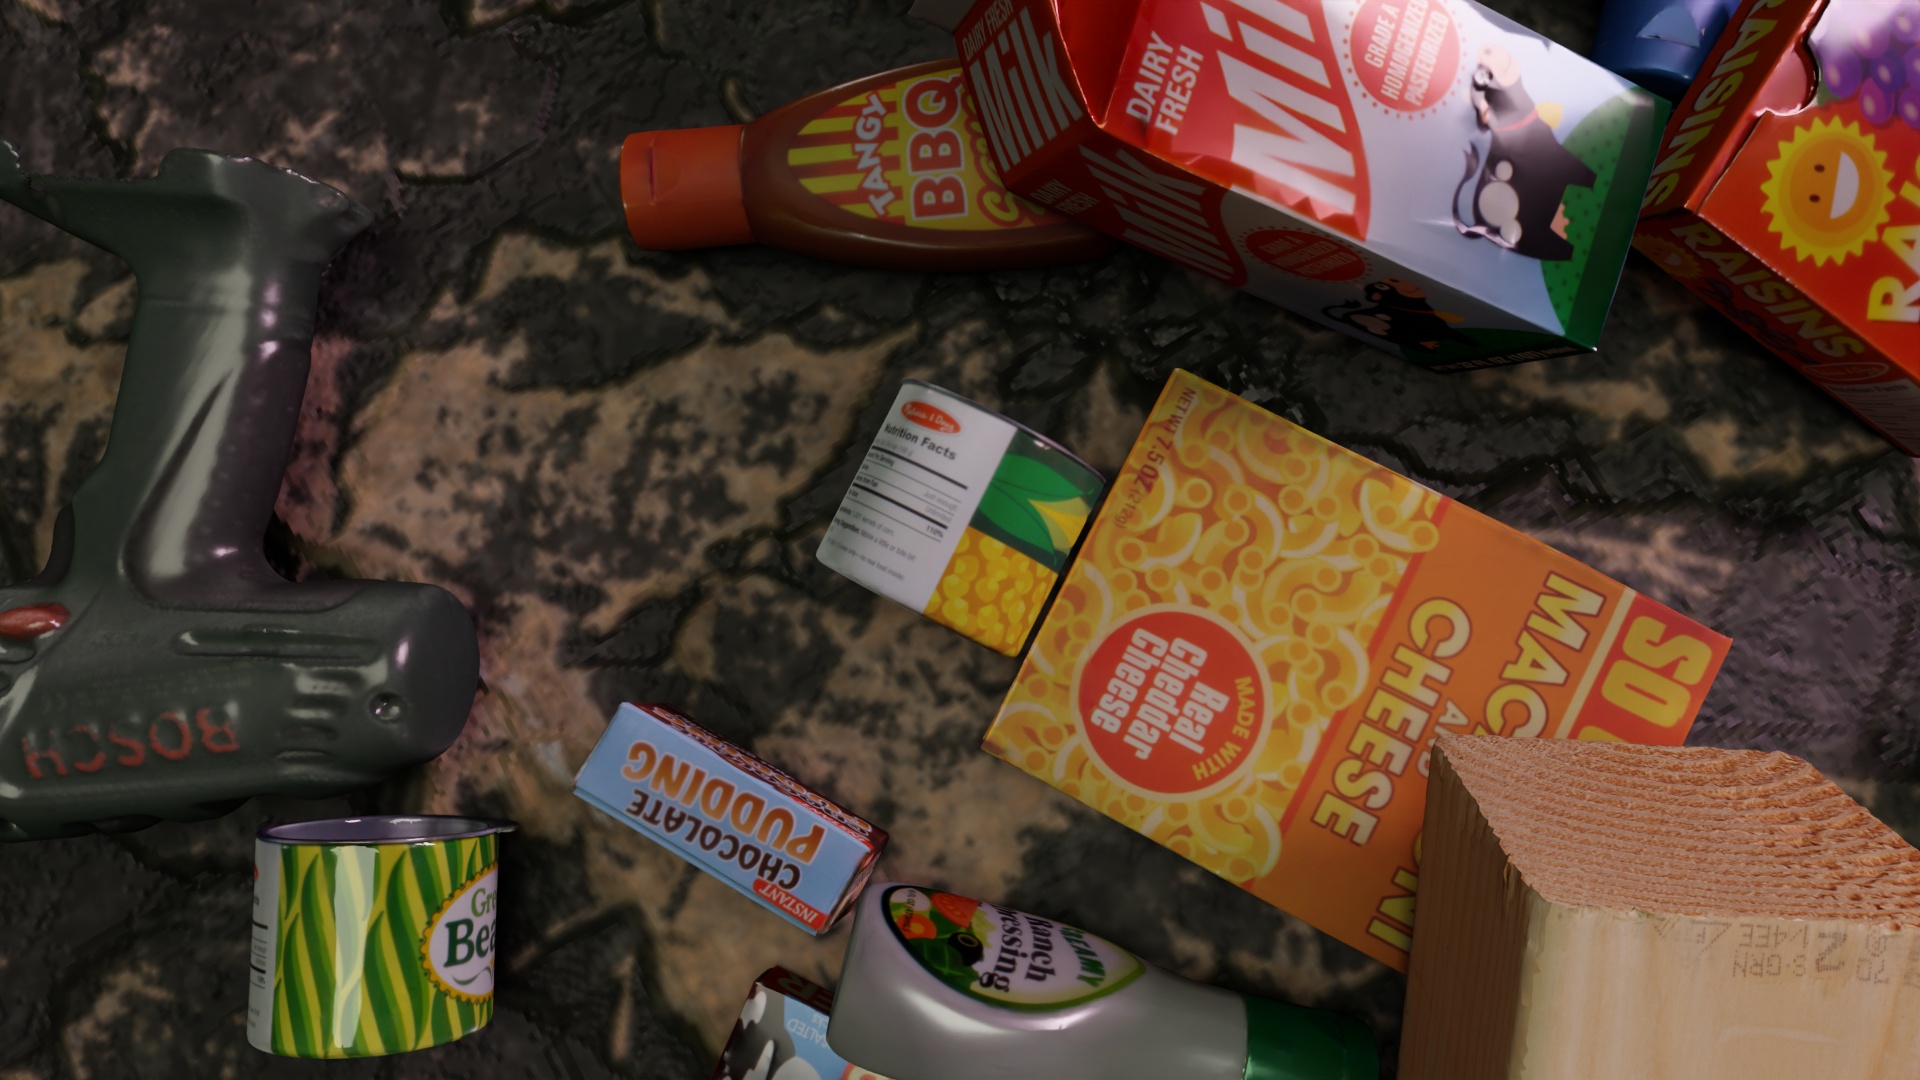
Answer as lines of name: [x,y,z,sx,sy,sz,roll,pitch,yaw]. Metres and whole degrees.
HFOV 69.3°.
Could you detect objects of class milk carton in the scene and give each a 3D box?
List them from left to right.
milk carton: [0.081,-0.112,0.370,0.190,0.072,0.073,19,86,-15]

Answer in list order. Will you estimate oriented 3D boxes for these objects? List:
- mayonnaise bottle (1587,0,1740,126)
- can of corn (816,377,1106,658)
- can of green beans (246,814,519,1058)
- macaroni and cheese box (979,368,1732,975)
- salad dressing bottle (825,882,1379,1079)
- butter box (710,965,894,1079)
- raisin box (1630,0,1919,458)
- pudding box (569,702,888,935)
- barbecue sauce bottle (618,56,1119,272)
mayonnaise bottle: [0.223,-0.199,0.413,0.065,0.041,0.148,17,85,13]
can of corn: [0.001,-0.005,0.402,0.071,0.071,0.058,27,88,7]
can of green beans: [-0.169,0.112,0.402,0.071,0.071,0.058,0,85,5]
macaroni and cheese box: [0.108,0.043,0.398,0.166,0.040,0.123,27,88,8]
salad dressing bottle: [0.039,0.135,0.386,0.148,0.064,0.044,14,102,-2]
butter box: [-0.022,0.171,0.403,0.103,0.024,0.053,23,87,8]
raisin box: [0.254,-0.089,0.382,0.123,0.040,0.086,32,89,-10]
pudding box: [-0.065,0.079,0.405,0.084,0.049,0.030,29,86,8]
barbecue sauce bottle: [-0.027,-0.112,0.426,0.148,0.043,0.065,-4,85,5]
